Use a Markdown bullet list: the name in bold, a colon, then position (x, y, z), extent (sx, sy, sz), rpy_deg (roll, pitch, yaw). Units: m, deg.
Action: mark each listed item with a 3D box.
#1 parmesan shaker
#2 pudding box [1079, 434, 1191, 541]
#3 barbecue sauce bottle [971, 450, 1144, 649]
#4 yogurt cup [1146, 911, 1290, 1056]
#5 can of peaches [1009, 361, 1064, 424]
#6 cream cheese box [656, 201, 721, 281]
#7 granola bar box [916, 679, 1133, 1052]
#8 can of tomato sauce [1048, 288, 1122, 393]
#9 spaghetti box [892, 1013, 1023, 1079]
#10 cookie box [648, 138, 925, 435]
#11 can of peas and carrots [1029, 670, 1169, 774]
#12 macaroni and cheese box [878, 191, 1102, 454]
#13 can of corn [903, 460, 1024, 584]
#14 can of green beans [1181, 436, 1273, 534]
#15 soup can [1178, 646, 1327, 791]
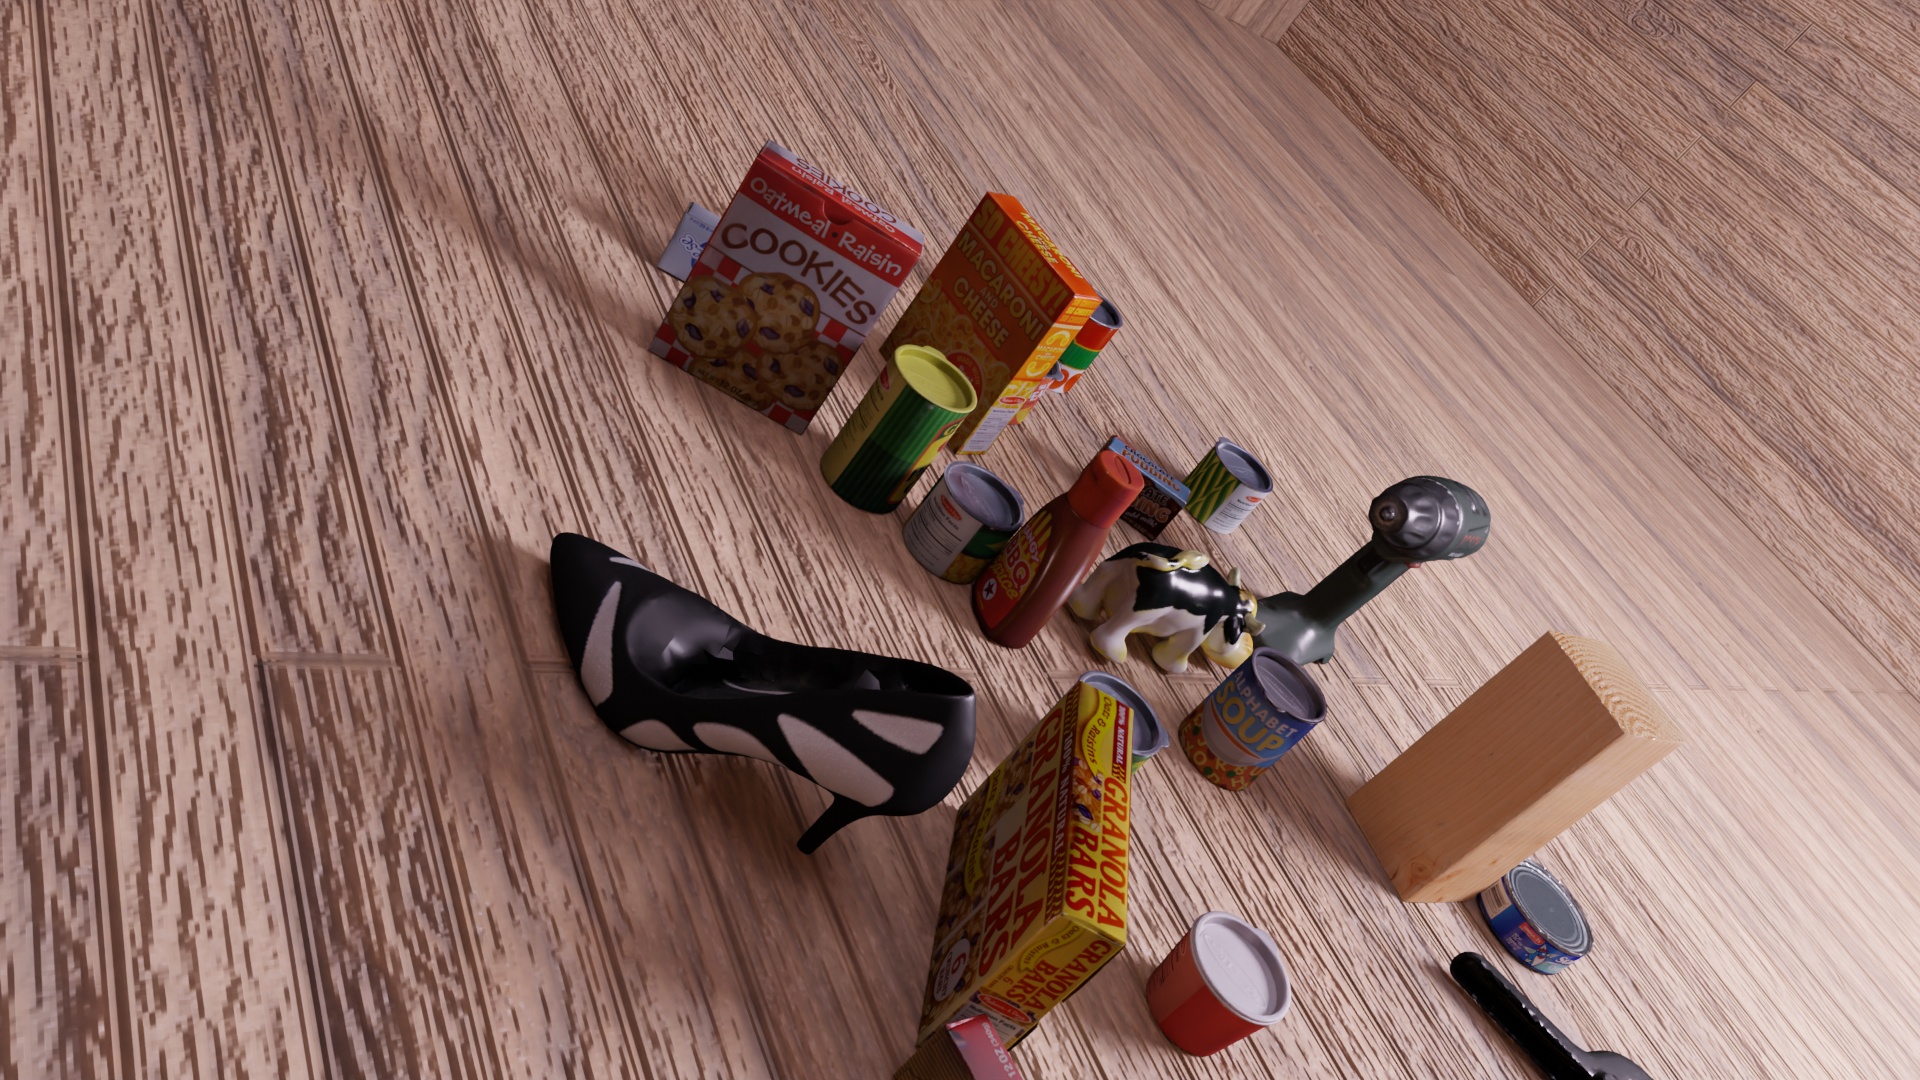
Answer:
- **parmesan shaker**: position (-0.044, -0.077, 0.965), extent (0.071, 0.102, 0.072), rpy_deg (27, 33, -19)
- **pudding box**: position (0.147, -0.045, 1.172), extent (0.084, 0.049, 0.030), rpy_deg (36, 31, -3)
- **barbecue sauce bottle**: position (0.065, 0.004, 0.927), extent (0.043, 0.148, 0.065), rpy_deg (19, 36, -29)
- **yogurt cup**: position (0.141, 0.250, 0.775), extent (0.072, 0.053, 0.073), rpy_deg (27, 33, -19)
- **can of peaches**: position (0.044, -0.139, 1.180), extent (0.071, 0.057, 0.071), rpy_deg (27, 33, -19)
- **cream cheese box**: position (-0.170, -0.205, 1.049), extent (0.104, 0.053, 0.024), rpy_deg (28, 32, -18)
- **granola bar box**: position (0.037, 0.167, 0.707), extent (0.039, 0.123, 0.166), rpy_deg (32, 31, -12)
- **can of tomato sauce**: position (0.096, -0.187, 1.274), extent (0.071, 0.082, 0.071), rpy_deg (27, 33, -19)
- **spaghetti box**: position (0.051, 0.325, 0.587), extent (0.029, 0.050, 0.251), rpy_deg (-1, 49, -47)
- **cookie box**: position (-0.119, -0.168, 0.943), extent (0.123, 0.166, 0.040), rpy_deg (29, 32, -15)
- **can of peas and carrots**: position (0.086, 0.126, 0.875), extent (0.071, 0.058, 0.071), rpy_deg (27, 33, -19)
- **macaroni and cheese box**: position (0.020, -0.169, 1.090), extent (0.040, 0.165, 0.124), rpy_deg (-4, 50, -49)
- **can of corn**: position (0.003, -0.012, 0.972), extent (0.071, 0.058, 0.071), rpy_deg (27, 33, -19)
- **can of green beans**: position (0.241, -0.048, 1.267), extent (0.071, 0.057, 0.071), rpy_deg (27, 33, -19)
- **soup can**: position (0.202, 0.126, 0.972), extent (0.071, 0.083, 0.072), rpy_deg (27, 33, -19)
